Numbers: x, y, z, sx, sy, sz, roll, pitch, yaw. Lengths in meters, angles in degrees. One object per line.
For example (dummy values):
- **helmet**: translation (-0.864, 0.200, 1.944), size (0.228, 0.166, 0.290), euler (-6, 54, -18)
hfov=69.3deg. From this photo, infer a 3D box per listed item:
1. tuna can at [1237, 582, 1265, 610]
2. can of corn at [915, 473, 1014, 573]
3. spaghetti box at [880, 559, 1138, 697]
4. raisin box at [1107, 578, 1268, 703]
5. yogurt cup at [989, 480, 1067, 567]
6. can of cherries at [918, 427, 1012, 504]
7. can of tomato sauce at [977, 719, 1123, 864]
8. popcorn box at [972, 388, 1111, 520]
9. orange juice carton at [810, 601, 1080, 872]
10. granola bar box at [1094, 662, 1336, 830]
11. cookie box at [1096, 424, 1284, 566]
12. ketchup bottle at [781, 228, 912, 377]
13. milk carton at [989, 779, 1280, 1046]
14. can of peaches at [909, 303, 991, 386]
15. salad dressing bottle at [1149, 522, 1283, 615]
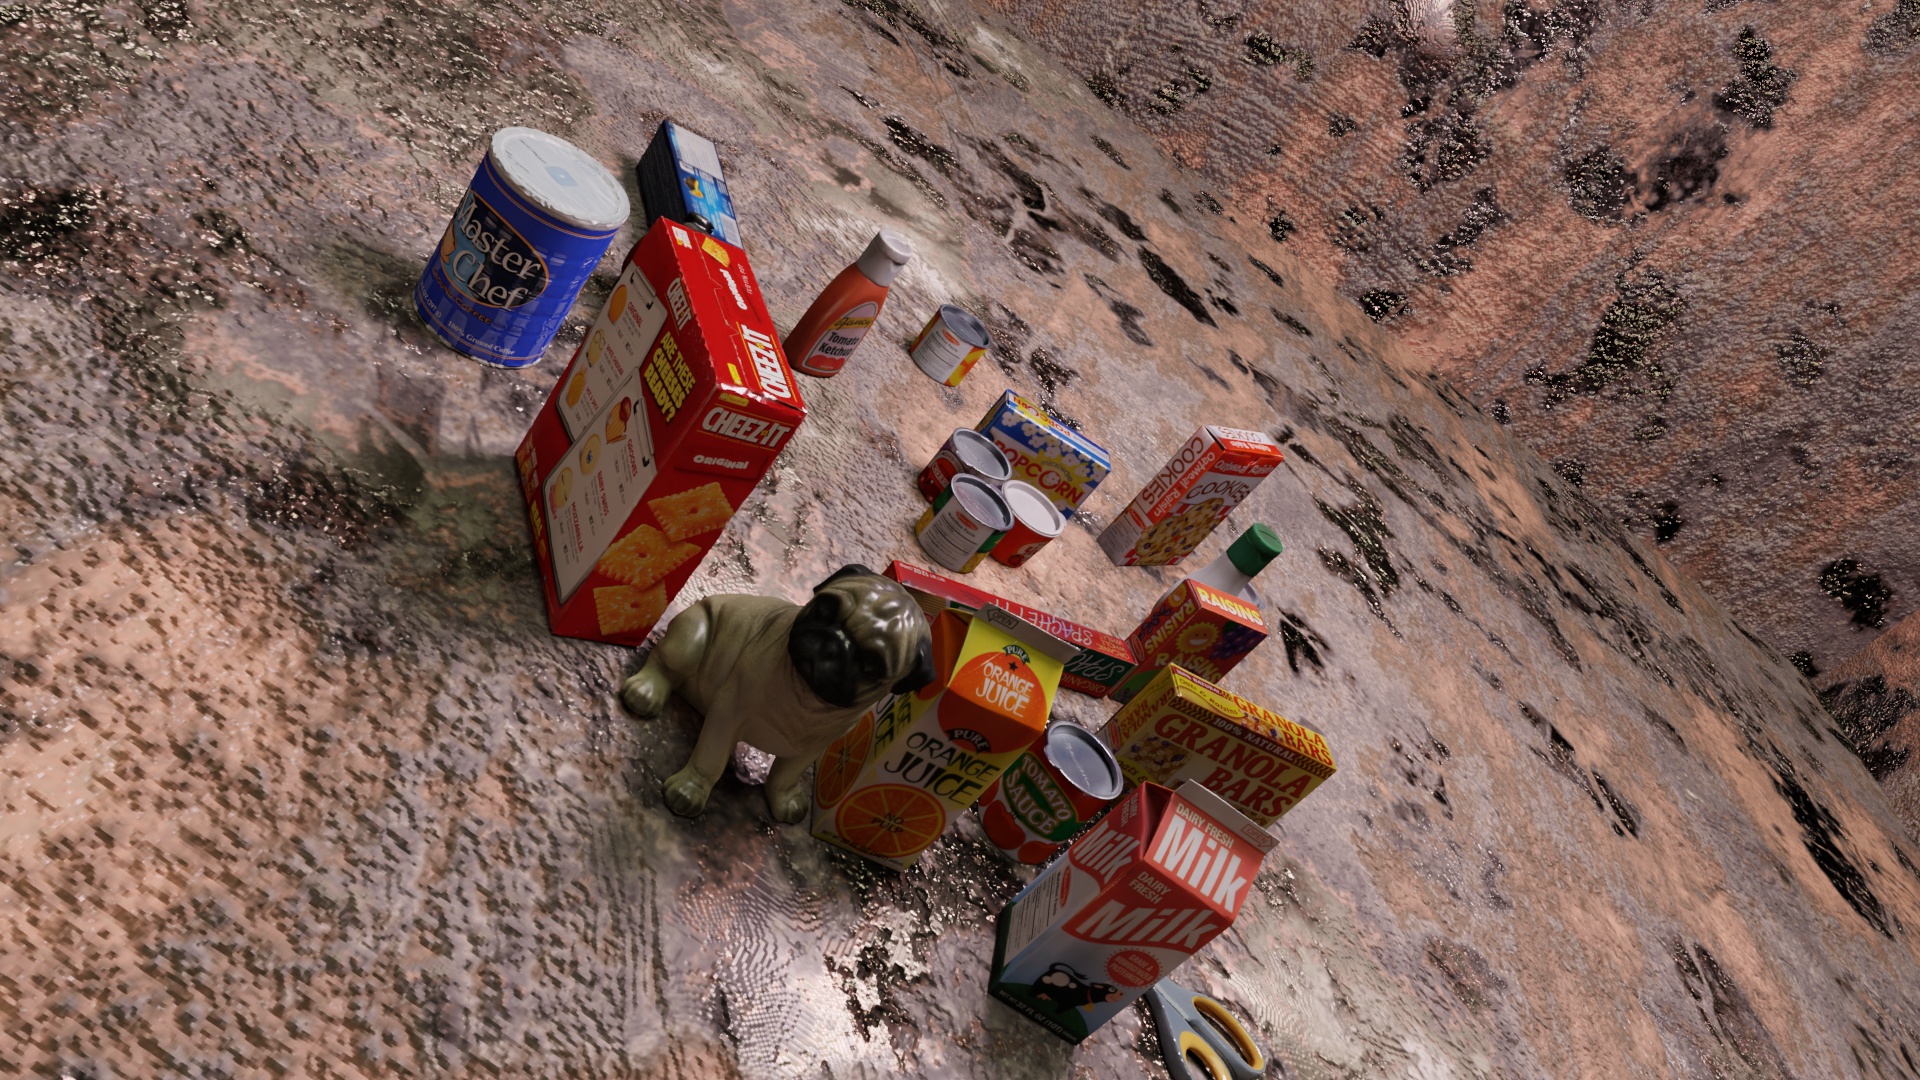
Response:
- **tuna can**: translation (0.282, 0.060, 1.454), size (0.071, 0.032, 0.071), euler (30, 30, -19)
- **can of corn**: translation (0.004, -0.015, 1.197), size (0.071, 0.058, 0.071), euler (30, 30, -19)
- **spaghetti box**: translation (0.036, 0.075, 1.117), size (0.250, 0.050, 0.029), euler (20, 34, -33)
- **raisin box**: translation (0.192, 0.095, 1.201), size (0.086, 0.123, 0.040), euler (22, 33, -31)
- **yogurt cup**: translation (0.051, -0.013, 1.255), size (0.072, 0.053, 0.073), euler (30, 30, -19)
- **can of cherries**: translation (0.002, -0.059, 1.256), size (0.071, 0.058, 0.072), euler (30, 30, -19)
- **can of tomato sauce**: translation (0.061, 0.177, 0.969), size (0.071, 0.082, 0.071), euler (30, 30, -19)
- **popcorn box**: translation (0.071, -0.078, 1.337), size (0.126, 0.085, 0.038), euler (30, 30, -18)
- **orange juice carton**: translation (-0.011, 0.113, 0.856), size (0.072, 0.192, 0.073), euler (29, 30, -22)
- **granola bar box**: translation (0.189, 0.174, 1.085), size (0.165, 0.123, 0.039), euler (26, 31, -25)
- **cookie box**: translation (0.232, -0.042, 1.396), size (0.123, 0.166, 0.040), euler (1, 48, -50)
- **ketchup bottle**: translation (-0.100, -0.215, 1.258), size (0.065, 0.148, 0.043), euler (2, 47, -50)
- **milk carton**: translation (0.105, 0.219, 0.850), size (0.072, 0.189, 0.074), euler (35, 29, -11)
- **can of peaches**: translation (-0.010, -0.203, 1.446), size (0.071, 0.057, 0.071), euler (30, 30, -19)
- **salad dressing bottle**: translation (0.239, 0.044, 1.304), size (0.064, 0.147, 0.044), euler (24, 32, -28)
